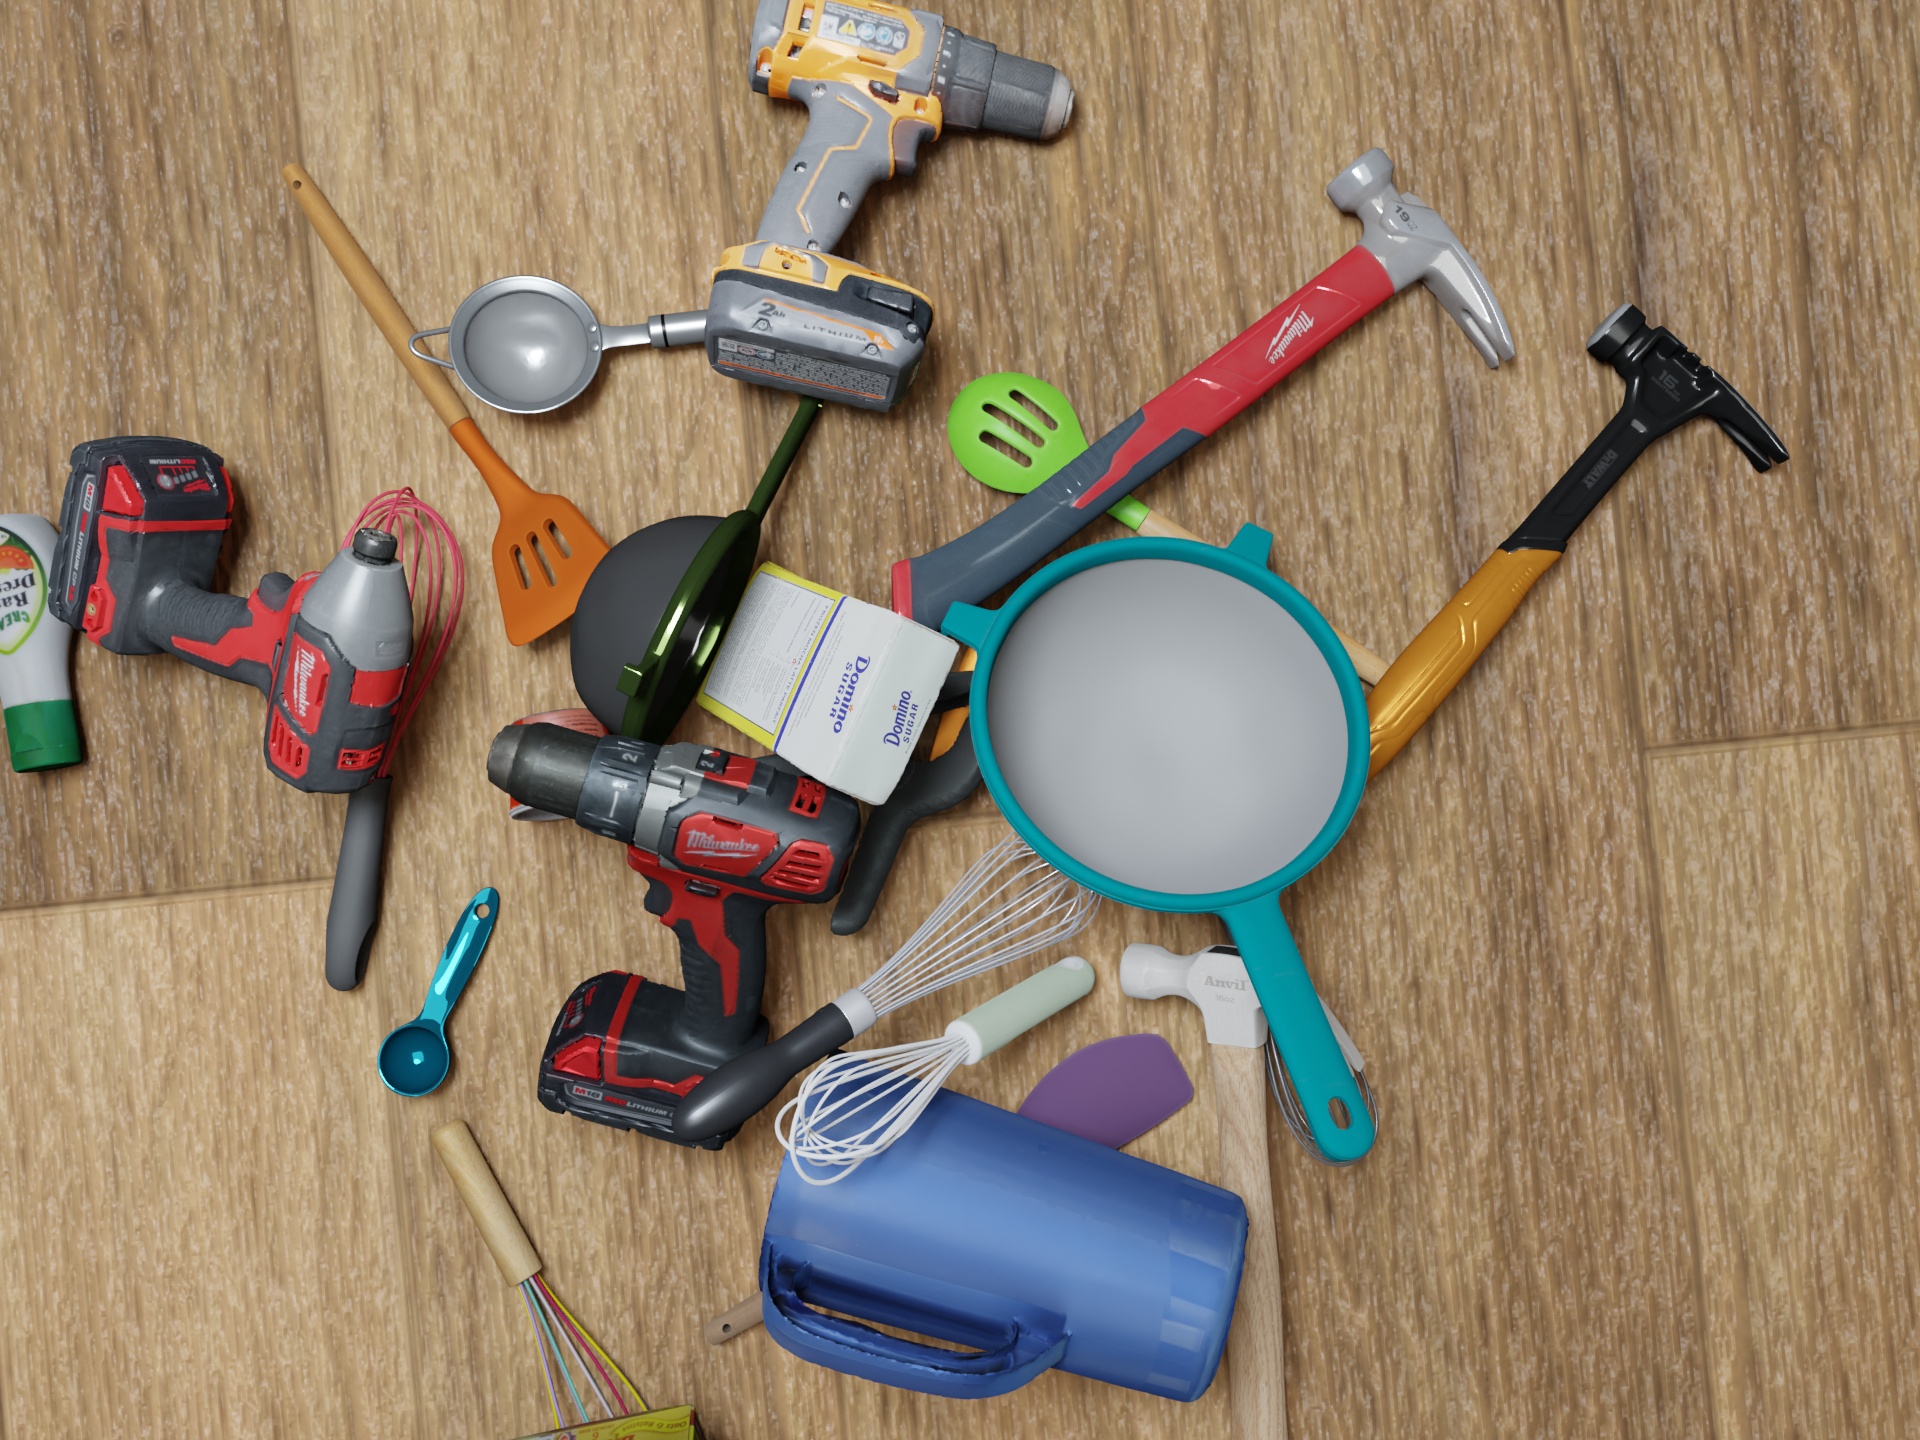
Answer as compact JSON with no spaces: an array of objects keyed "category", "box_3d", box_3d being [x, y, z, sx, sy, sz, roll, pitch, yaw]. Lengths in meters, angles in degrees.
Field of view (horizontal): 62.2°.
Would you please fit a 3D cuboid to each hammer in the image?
[{"category":"hammer","box_3d":[0.163,0.289,0.884,0.130,0.031,0.331,0,99,33]},{"category":"hammer","box_3d":[0.312,-0.073,0.895,0.127,0.034,0.337,42,87,3]},{"category":"hammer","box_3d":[0.127,-0.153,0.889,0.386,0.038,0.143,-38,91,-6]}]

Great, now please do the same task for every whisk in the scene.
[{"category":"whisk","box_3d":[-0.032,0.139,0.849,0.284,0.070,0.070,-30,88,-26]},{"category":"whisk","box_3d":[-0.004,0.173,0.833,0.058,0.246,0.059,6,106,38]},{"category":"whisk","box_3d":[-0.244,0.343,0.917,0.047,0.051,0.245,-30,85,7]},{"category":"whisk","box_3d":[0.174,0.138,0.904,0.055,0.055,0.239,-23,84,2]},{"category":"whisk","box_3d":[-0.336,0.013,0.917,0.073,0.073,0.296,10,95,2]}]

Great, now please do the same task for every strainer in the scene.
[{"category":"strainer","box_3d":[-0.183,-0.222,0.923,0.258,0.050,0.087,-8,78,-4]},{"category":"strainer","box_3d":[0.127,0.070,0.840,0.211,0.095,0.341,-16,71,-13]},{"category":"strainer","box_3d":[-0.150,-0.102,0.882,0.069,0.151,0.256,24,68,-1]}]

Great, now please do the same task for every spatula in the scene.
[{"category":"spatula","box_3d":[-0.011,0.274,0.921,0.316,0.018,0.060,-31,86,0]},{"category":"spatula","box_3d":[-0.308,-0.193,0.925,0.081,0.041,0.322,-35,87,8]}]

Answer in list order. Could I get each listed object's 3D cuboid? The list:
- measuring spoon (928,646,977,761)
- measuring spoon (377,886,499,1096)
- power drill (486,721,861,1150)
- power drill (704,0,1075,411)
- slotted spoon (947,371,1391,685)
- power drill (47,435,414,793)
[{"category":"measuring spoon","box_3d":[-0.001,-0.003,0.927,0.021,0.011,0.117,22,90,2]},{"category":"measuring spoon","box_3d":[-0.300,0.159,0.937,0.042,0.021,0.129,22,81,3]},{"category":"power drill","box_3d":[-0.167,0.107,0.842,0.188,0.080,0.226,16,119,-5]},{"category":"power drill","box_3d":[-0.040,-0.294,0.891,0.185,0.084,0.226,11,78,-6]},{"category":"slotted spoon","box_3d":[0.128,-0.103,0.918,0.314,0.031,0.070,33,86,1]},{"category":"power drill","box_3d":[-0.387,-0.068,0.862,0.220,0.078,0.143,29,110,21]}]
